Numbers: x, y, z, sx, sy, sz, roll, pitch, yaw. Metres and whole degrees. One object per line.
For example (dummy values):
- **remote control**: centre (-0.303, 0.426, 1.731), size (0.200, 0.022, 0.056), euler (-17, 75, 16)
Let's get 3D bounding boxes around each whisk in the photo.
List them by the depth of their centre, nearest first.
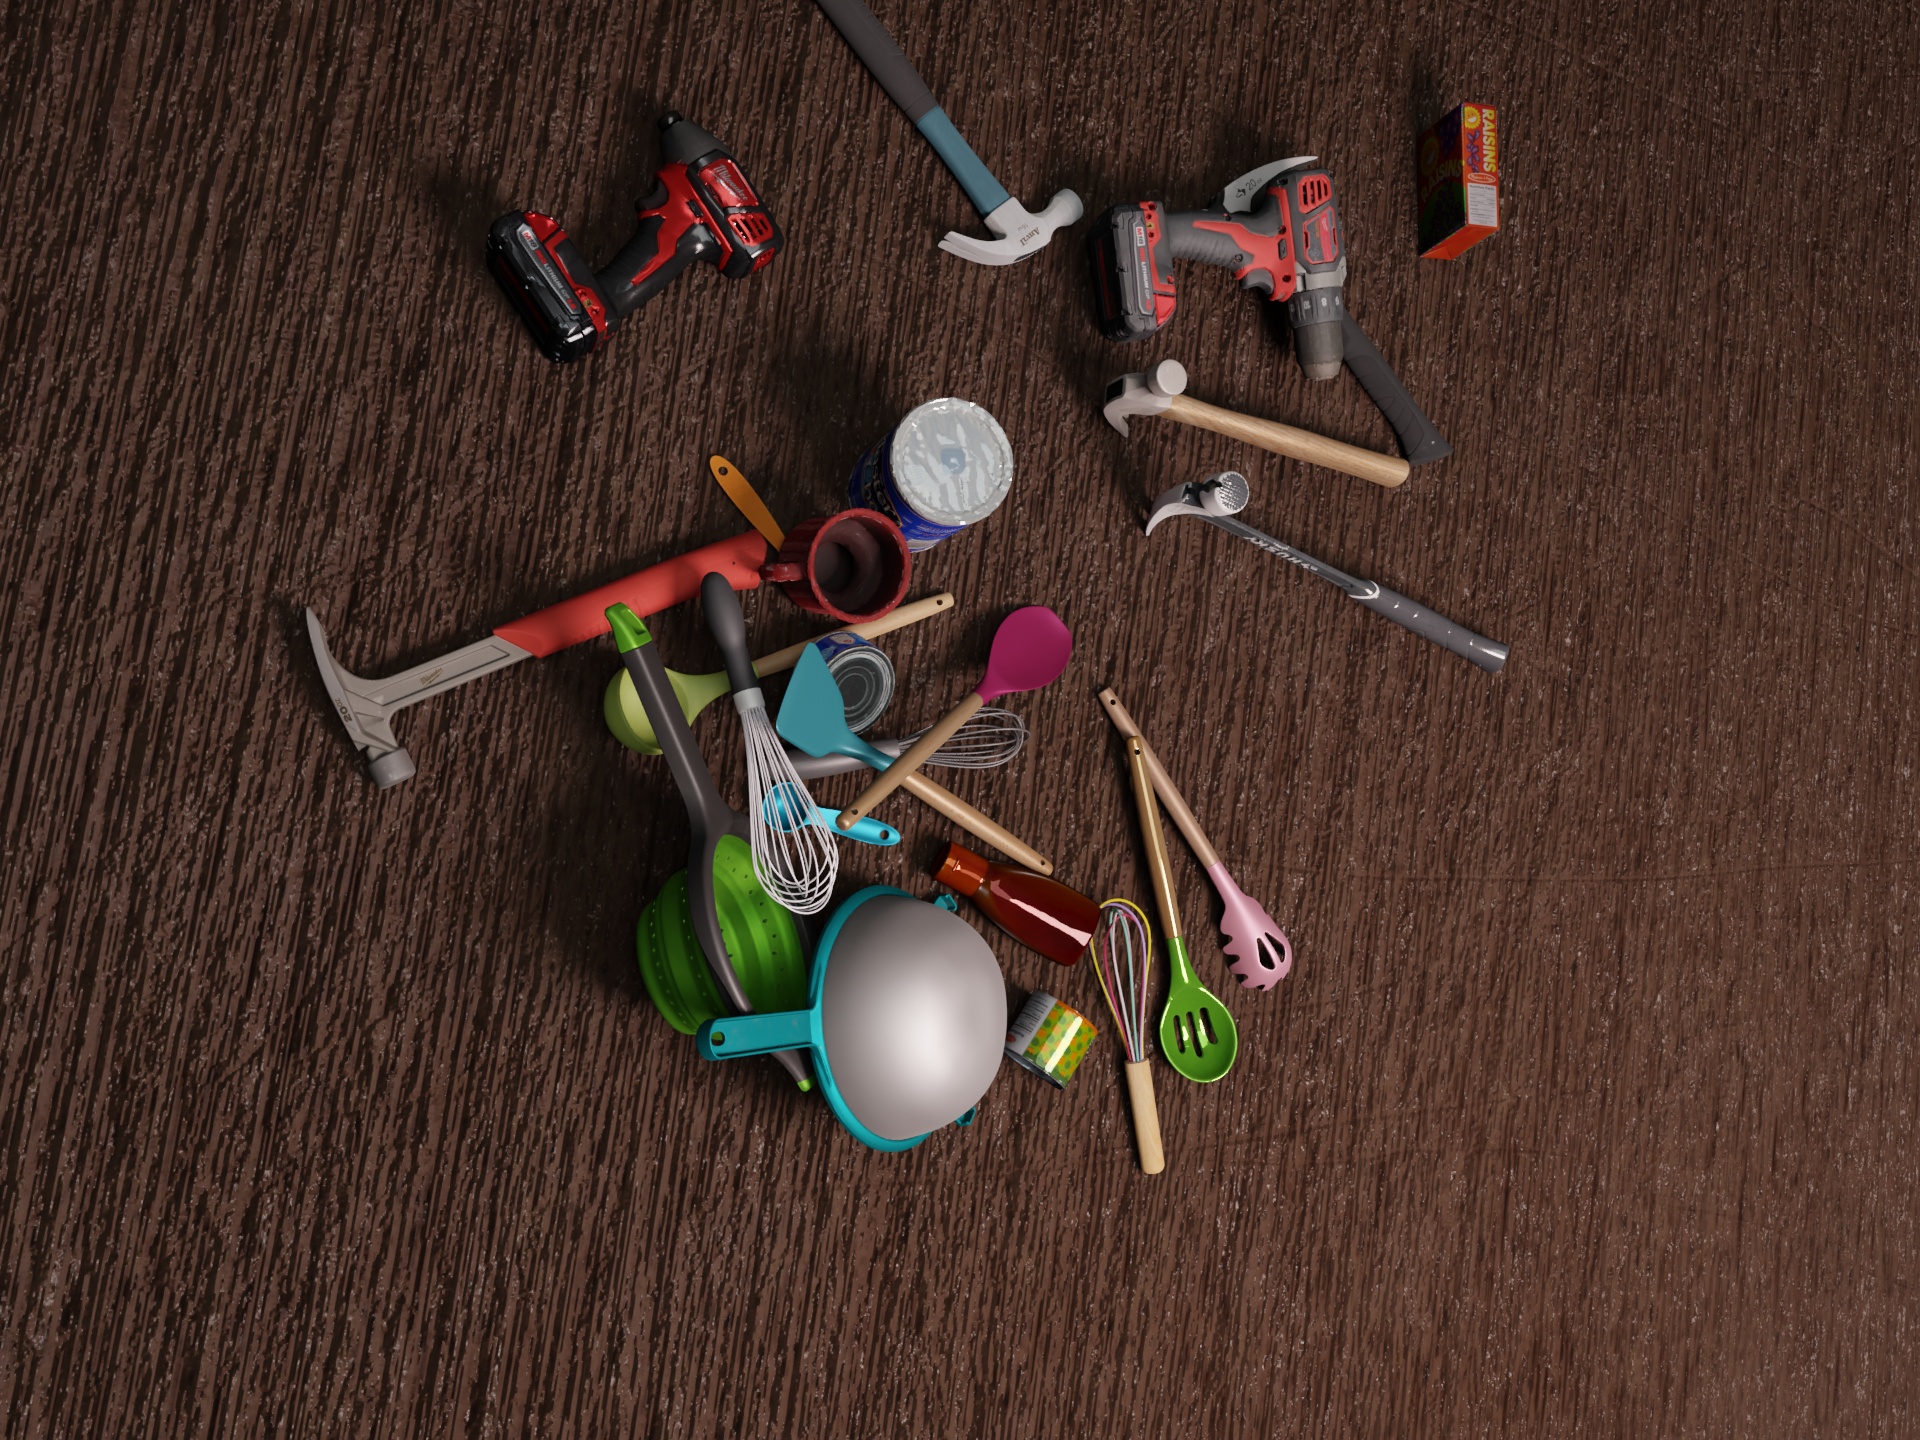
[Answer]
- **whisk**: centre (-0.157, 0.015, 1.255), size (0.070, 0.070, 0.285), euler (-14, 81, -19)
- **whisk**: centre (-0.055, 0.025, 1.348), size (0.239, 0.055, 0.055), euler (-8, 89, -15)
- **whisk**: centre (0.155, 0.278, 1.400), size (0.047, 0.051, 0.245), euler (-10, 92, -24)

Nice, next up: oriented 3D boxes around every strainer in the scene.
- **strainer**: centre (-0.057, 0.226, 1.206), size (0.340, 0.095, 0.211), euler (9, 73, -58)

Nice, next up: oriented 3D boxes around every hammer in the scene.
- **hammer**: centre (-0.324, -0.084, 1.272), size (0.359, 0.037, 0.149), euler (-25, 94, -18)
- **hammer**: centre (-0.037, -0.545, 1.402), size (0.128, 0.033, 0.331), euler (-42, 99, -17)
- **hammer**: centre (0.275, -0.262, 1.453), size (0.331, 0.130, 0.031), euler (10, 83, -28)
- **hammer**: centre (0.351, -0.126, 1.465), size (0.408, 0.149, 0.036), euler (22, 80, -25)
- **hammer**: centre (0.364, -0.382, 1.520), size (0.146, 0.035, 0.334), euler (-42, 99, -16)

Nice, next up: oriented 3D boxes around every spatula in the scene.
- **spatula**: centre (-0.030, 0.052, 1.317), size (0.317, 0.044, 0.082), euler (35, 59, -29)

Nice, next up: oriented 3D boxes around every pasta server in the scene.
- **pasta server**: centre (0.210, 0.107, 1.440), size (0.060, 0.040, 0.316), euler (-33, 92, -17)

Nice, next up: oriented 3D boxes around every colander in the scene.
- **colander**: centre (-0.218, 0.106, 1.232), size (0.094, 0.204, 0.397), euler (-20, 99, 13)

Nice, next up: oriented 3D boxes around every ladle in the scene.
- **ladle**: centre (-0.143, -0.052, 1.320), size (0.320, 0.062, 0.078), euler (-22, 93, -21)

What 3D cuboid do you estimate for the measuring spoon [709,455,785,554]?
- **measuring spoon**: centre (-0.174, -0.175, 1.343), size (0.021, 0.011, 0.117), euler (-40, 95, -20)

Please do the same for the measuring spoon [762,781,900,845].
- **measuring spoon**: centre (-0.111, 0.083, 1.343), size (0.128, 0.021, 0.042), euler (18, 86, -25)

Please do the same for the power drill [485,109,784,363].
- **power drill**: centre (-0.266, -0.398, 1.295), size (0.219, 0.078, 0.143), euler (-35, 97, -20)

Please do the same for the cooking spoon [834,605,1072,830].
- **cooking spoon**: centre (-0.002, -0.004, 1.326), size (0.069, 0.017, 0.319), euler (49, 51, -3)

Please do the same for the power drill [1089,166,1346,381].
- **power drill**: centre (0.242, -0.391, 1.437), size (0.226, 0.080, 0.188), euler (-10, 99, -10)

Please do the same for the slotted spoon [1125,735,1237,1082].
- **slotted spoon**: centre (0.187, 0.167, 1.418), size (0.070, 0.031, 0.314), euler (-13, 92, -10)
